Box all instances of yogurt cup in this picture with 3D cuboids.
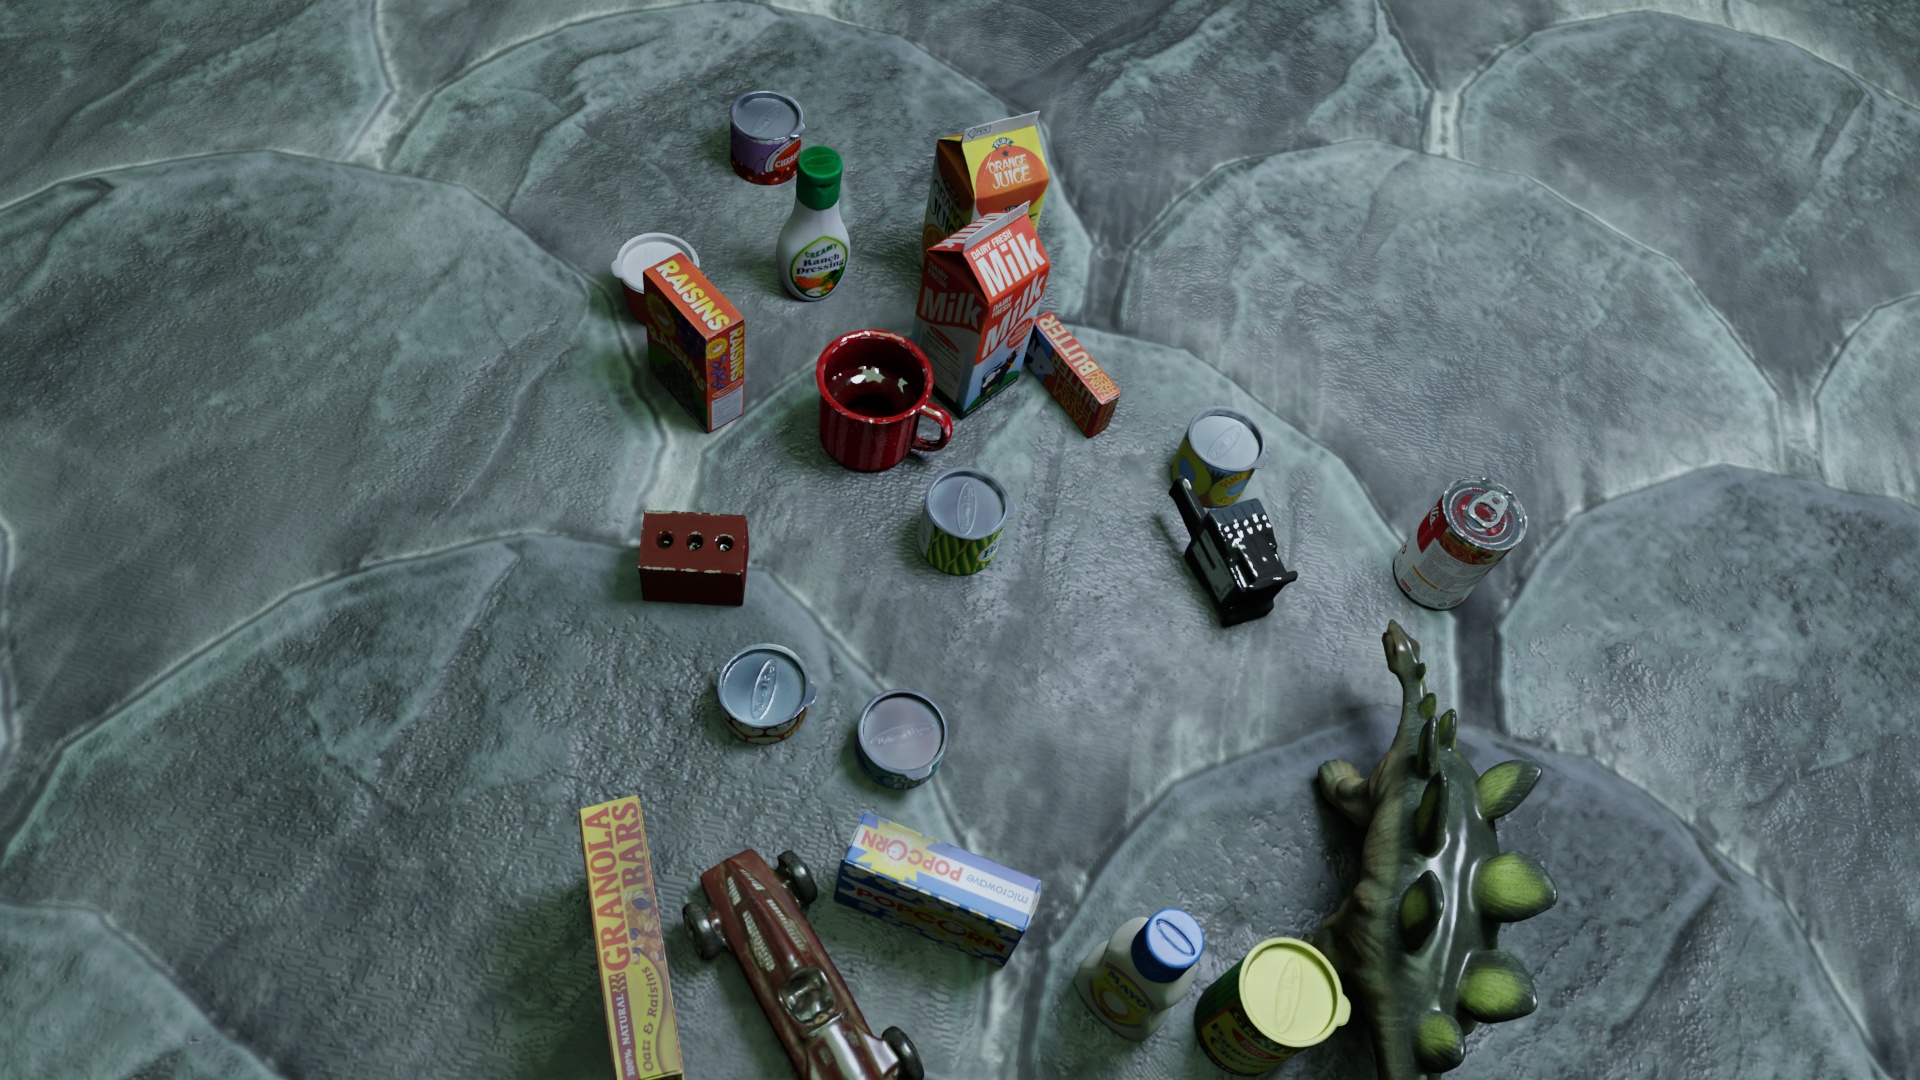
[{"bbox_3d":[-0.256,-0.218,1.178,0.072,0.053,0.073,4,58,-7],"label":"yogurt cup"}]

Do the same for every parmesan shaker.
[{"bbox_3d":[0.199,0.304,0.897,0.071,0.102,0.071,4,58,-7],"label":"parmesan shaker"}]

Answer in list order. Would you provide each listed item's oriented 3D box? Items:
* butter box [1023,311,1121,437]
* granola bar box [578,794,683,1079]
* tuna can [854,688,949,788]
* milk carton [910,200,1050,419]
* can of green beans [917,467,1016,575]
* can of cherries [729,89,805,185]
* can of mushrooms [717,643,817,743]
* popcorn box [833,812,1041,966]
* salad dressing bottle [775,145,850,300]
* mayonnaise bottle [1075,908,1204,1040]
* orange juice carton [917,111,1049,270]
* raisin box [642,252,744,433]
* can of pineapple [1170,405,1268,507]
[{"bbox_3d":[0.093,-0.142,1.187,0.024,0.052,0.104,-28,67,-23],"label":"butter box"},{"bbox_3d":[-0.200,0.257,0.848,0.039,0.123,0.166,-9,60,-15],"label":"granola bar box"},{"bbox_3d":[-0.042,0.145,0.998,0.071,0.032,0.071,4,58,-7],"label":"tuna can"},{"bbox_3d":[0.015,-0.193,1.125,0.072,0.189,0.073,-38,71,-27],"label":"milk carton"},{"bbox_3d":[0.002,-0.014,1.090,0.071,0.057,0.071,4,58,-7],"label":"can of green beans"},{"bbox_3d":[-0.178,-0.370,1.282,0.071,0.058,0.072,4,58,-7],"label":"can of cherries"},{"bbox_3d":[-0.140,0.112,1.003,0.071,0.033,0.071,4,58,-7],"label":"can of mushrooms"},{"bbox_3d":[-0.017,0.232,0.917,0.127,0.084,0.038,21,58,4],"label":"popcorn box"},{"bbox_3d":[-0.123,-0.267,1.174,0.064,0.147,0.044,-16,62,-18],"label":"salad dressing bottle"},{"bbox_3d":[0.116,0.271,0.877,0.065,0.147,0.041,41,61,16],"label":"mayonnaise bottle"},{"bbox_3d":[0.020,-0.284,1.182,0.072,0.191,0.073,-20,64,-20],"label":"orange juice carton"},{"bbox_3d":[-0.211,-0.156,1.105,0.040,0.122,0.086,-34,69,-25],"label":"raisin box"},{"bbox_3d":[0.215,-0.068,1.158,0.071,0.057,0.071,4,58,-7],"label":"can of pineapple"}]
